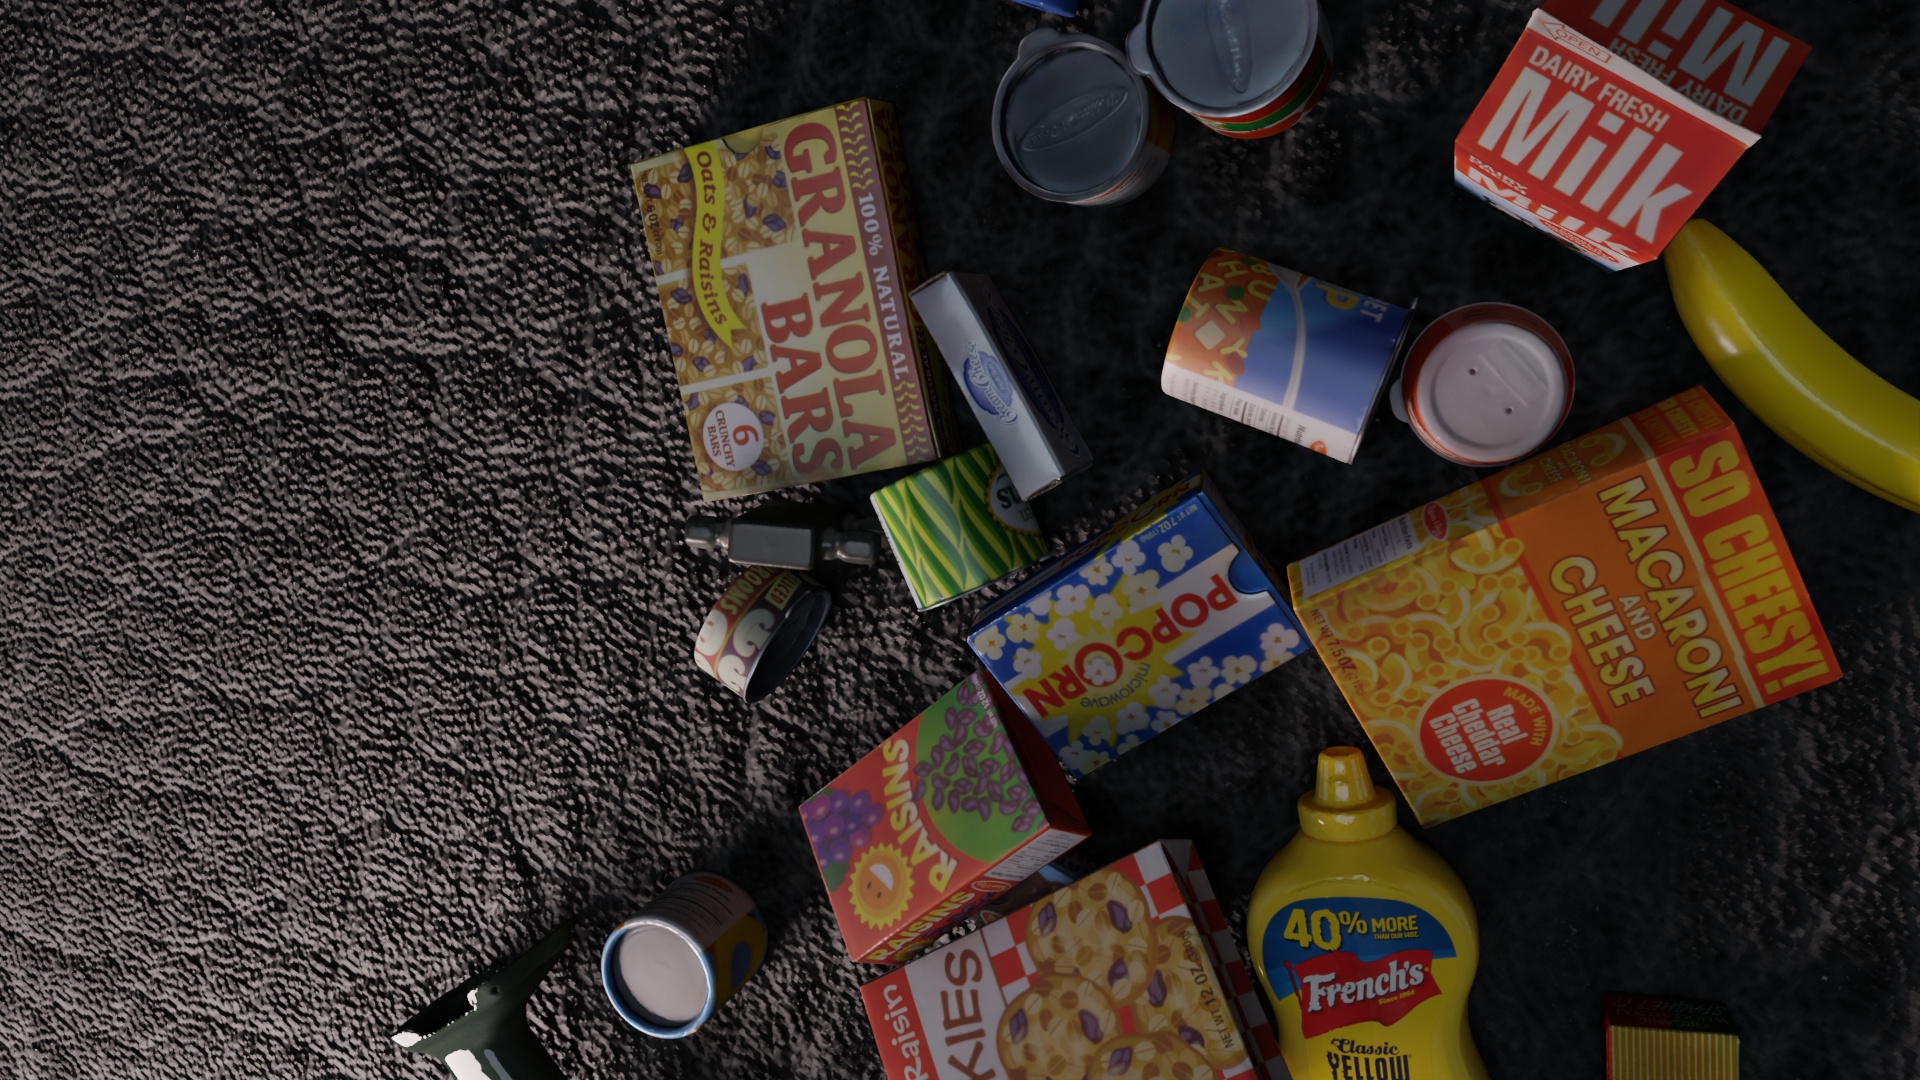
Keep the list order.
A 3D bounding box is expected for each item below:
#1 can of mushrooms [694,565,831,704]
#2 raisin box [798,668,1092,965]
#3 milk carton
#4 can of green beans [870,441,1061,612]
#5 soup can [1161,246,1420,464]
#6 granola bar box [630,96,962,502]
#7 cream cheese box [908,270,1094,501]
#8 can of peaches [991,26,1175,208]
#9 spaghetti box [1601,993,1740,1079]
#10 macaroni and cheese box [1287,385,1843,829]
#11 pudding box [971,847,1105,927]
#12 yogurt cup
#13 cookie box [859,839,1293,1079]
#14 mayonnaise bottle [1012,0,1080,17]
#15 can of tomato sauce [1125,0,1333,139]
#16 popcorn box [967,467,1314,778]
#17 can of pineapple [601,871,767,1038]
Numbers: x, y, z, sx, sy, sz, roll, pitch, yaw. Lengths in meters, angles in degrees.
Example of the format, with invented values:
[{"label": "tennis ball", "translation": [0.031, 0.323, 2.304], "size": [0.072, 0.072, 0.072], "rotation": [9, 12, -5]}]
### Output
[{"label": "can of mushrooms", "translation": [-0.094, 0.041, 0.664], "size": [0.033, 0.071, 0.071], "rotation": [34, 108, 13]}, {"label": "raisin box", "translation": [-0.010, 0.130, 0.648], "size": [0.123, 0.040, 0.086], "rotation": [-39, 56, 20]}, {"label": "milk carton", "translation": [0.216, -0.140, 0.464], "size": [0.072, 0.191, 0.073], "rotation": [35, 108, 11]}, {"label": "can of green beans", "translation": [0.000, -0.007, 0.626], "size": [0.071, 0.071, 0.058], "rotation": [-23, 91, 21]}, {"label": "soup can", "translation": [0.134, -0.079, 0.569], "size": [0.084, 0.071, 0.071], "rotation": [23, 105, 15]}, {"label": "granola bar box", "translation": [-0.076, -0.109, 0.650], "size": [0.124, 0.039, 0.165], "rotation": [-10, 96, 20]}, {"label": "cream cheese box", "translation": [0.020, -0.070, 0.616], "size": [0.024, 0.053, 0.104], "rotation": [-30, 88, 23]}, {"label": "can of peaches", "translation": [0.052, -0.177, 0.585], "size": [0.071, 0.058, 0.071], "rotation": [3, 100, 19]}, {"label": "spaghetti box", "translation": [0.304, 0.318, 0.593], "size": [0.050, 0.029, 0.249], "rotation": [-2, 98, 20]}, {"label": "macaroni and cheese box", "translation": [0.233, 0.030, 0.546], "size": [0.166, 0.040, 0.123], "rotation": [-26, 111, 20]}, {"label": "pudding box", "translation": [0.054, 0.176, 0.655], "size": [0.084, 0.030, 0.049], "rotation": [28, 108, 13]}, {"label": "yogurt cup", "translation": [0.210, -0.061, 0.552], "size": [0.072, 0.054, 0.072], "rotation": [3, 99, 18]}, {"label": "cookie box", "translation": [0.047, 0.221, 0.603], "size": [0.167, 0.040, 0.123], "rotation": [-31, 65, 21]}, {"label": "mayonnaise bottle", "translation": [0.052, -0.294, 0.567], "size": [0.041, 0.065, 0.147], "rotation": [22, 109, 17]}, {"label": "can of tomato sauce", "translation": [0.109, -0.195, 0.549], "size": [0.071, 0.083, 0.071], "rotation": [3, 100, 19]}, {"label": "popcorn box", "translation": [0.078, 0.038, 0.612], "size": [0.126, 0.038, 0.085], "rotation": [-34, 100, 21]}, {"label": "can of pineapple", "translation": [-0.141, 0.214, 0.714], "size": [0.071, 0.058, 0.071], "rotation": [3, 100, 18]}]
